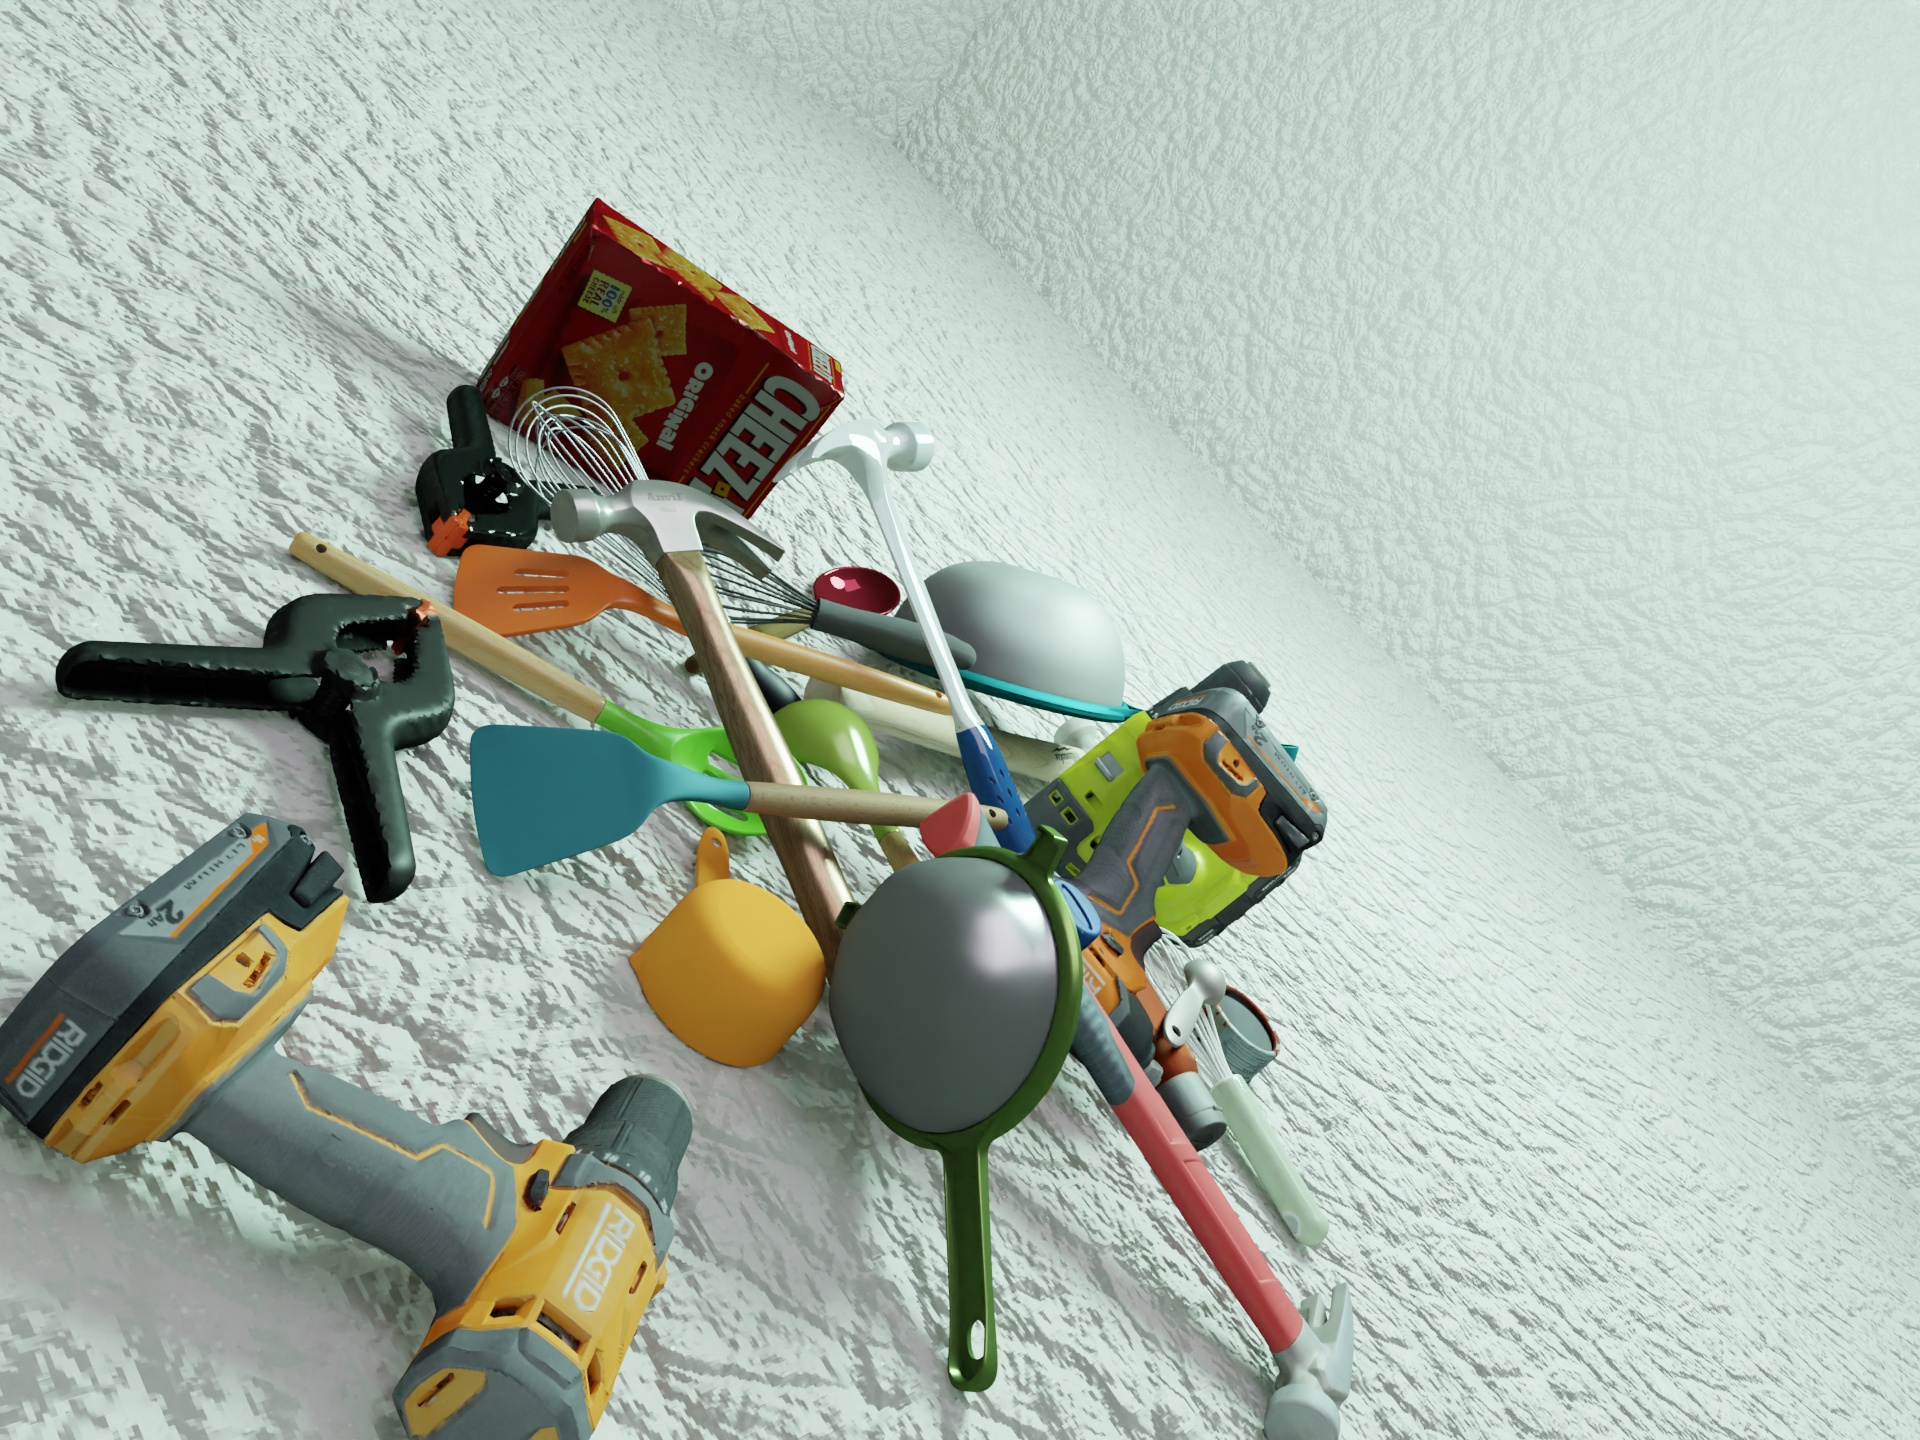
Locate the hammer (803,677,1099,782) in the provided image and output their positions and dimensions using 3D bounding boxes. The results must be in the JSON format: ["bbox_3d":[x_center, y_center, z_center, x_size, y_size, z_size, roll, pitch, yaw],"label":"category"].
[{"bbox_3d":[0.029,0.026,1.193,0.410,0.038,0.146,18,33,-55],"label":"hammer"}]

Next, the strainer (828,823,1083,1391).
[{"bbox_3d":[-0.016,0.173,0.741,0.069,0.151,0.257,26,51,-43],"label":"strainer"}]

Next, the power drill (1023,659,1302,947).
[{"bbox_3d":[0.163,0.062,1.137,0.080,0.190,0.228,54,6,37],"label":"power drill"}]

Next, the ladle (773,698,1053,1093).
[{"bbox_3d":[-0.034,0.096,0.918,0.078,0.062,0.321,4,38,-38],"label":"ladle"}]

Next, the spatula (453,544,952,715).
[{"bbox_3d":[-0.145,-0.045,0.977,0.322,0.041,0.081,17,40,-29],"label":"spatula"}]

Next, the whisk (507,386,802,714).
[{"bbox_3d":[-0.178,-0.089,1.007,0.284,0.070,0.070,52,17,-18],"label":"whisk"}]

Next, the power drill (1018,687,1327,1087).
[{"bbox_3d":[0.120,0.105,0.972,0.164,0.226,0.084,52,-23,-10],"label":"power drill"}]

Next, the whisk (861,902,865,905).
[{"bbox_3d":[-0.009,0.111,1.000,0.051,0.047,0.245,38,23,21],"label":"whisk"}]

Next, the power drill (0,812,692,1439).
[{"bbox_3d":[-0.196,0.137,0.569,0.226,0.084,0.185,43,20,-9],"label":"power drill"}]

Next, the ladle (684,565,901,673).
[{"bbox_3d":[-0.123,-0.072,1.172,0.069,0.031,0.315,24,20,13],"label":"ladle"}]

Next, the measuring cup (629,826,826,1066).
[{"bbox_3d":[-0.114,0.096,0.820,0.095,0.052,0.174,31,25,-26],"label":"measuring cup"}]

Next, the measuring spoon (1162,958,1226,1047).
[{"bbox_3d":[0.154,0.184,1.040,0.034,0.018,0.124,50,23,4],"label":"measuring spoon"}]

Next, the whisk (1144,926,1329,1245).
[{"bbox_3d":[0.174,0.237,1.065,0.059,0.057,0.247,-15,56,-24],"label":"whisk"}]

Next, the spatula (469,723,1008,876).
[{"bbox_3d":[-0.101,0.046,0.853,0.317,0.044,0.082,8,55,-40],"label":"spatula"}]

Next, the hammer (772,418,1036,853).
[{"bbox_3d":[-0.002,-0.003,1.010,0.144,0.035,0.405,-14,82,-55],"label":"hammer"}]

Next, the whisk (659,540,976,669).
[{"bbox_3d":[-0.098,-0.076,1.105,0.238,0.055,0.055,16,29,-17],"label":"whisk"}]

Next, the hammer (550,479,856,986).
[{"bbox_3d":[-0.118,0.004,0.907,0.130,0.031,0.331,-10,68,-42],"label":"hammer"}]

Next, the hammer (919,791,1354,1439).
[{"bbox_3d":[0.100,0.205,0.881,0.386,0.038,0.143,57,21,0],"label":"hammer"}]

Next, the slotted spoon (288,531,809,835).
[{"bbox_3d":[-0.224,-0.020,0.889,0.313,0.031,0.070,31,52,-20],"label":"slotted spoon"}]

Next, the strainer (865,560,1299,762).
[{"bbox_3d":[0.103,-0.054,1.229,0.340,0.095,0.211,16,7,11],"label":"strainer"}]
